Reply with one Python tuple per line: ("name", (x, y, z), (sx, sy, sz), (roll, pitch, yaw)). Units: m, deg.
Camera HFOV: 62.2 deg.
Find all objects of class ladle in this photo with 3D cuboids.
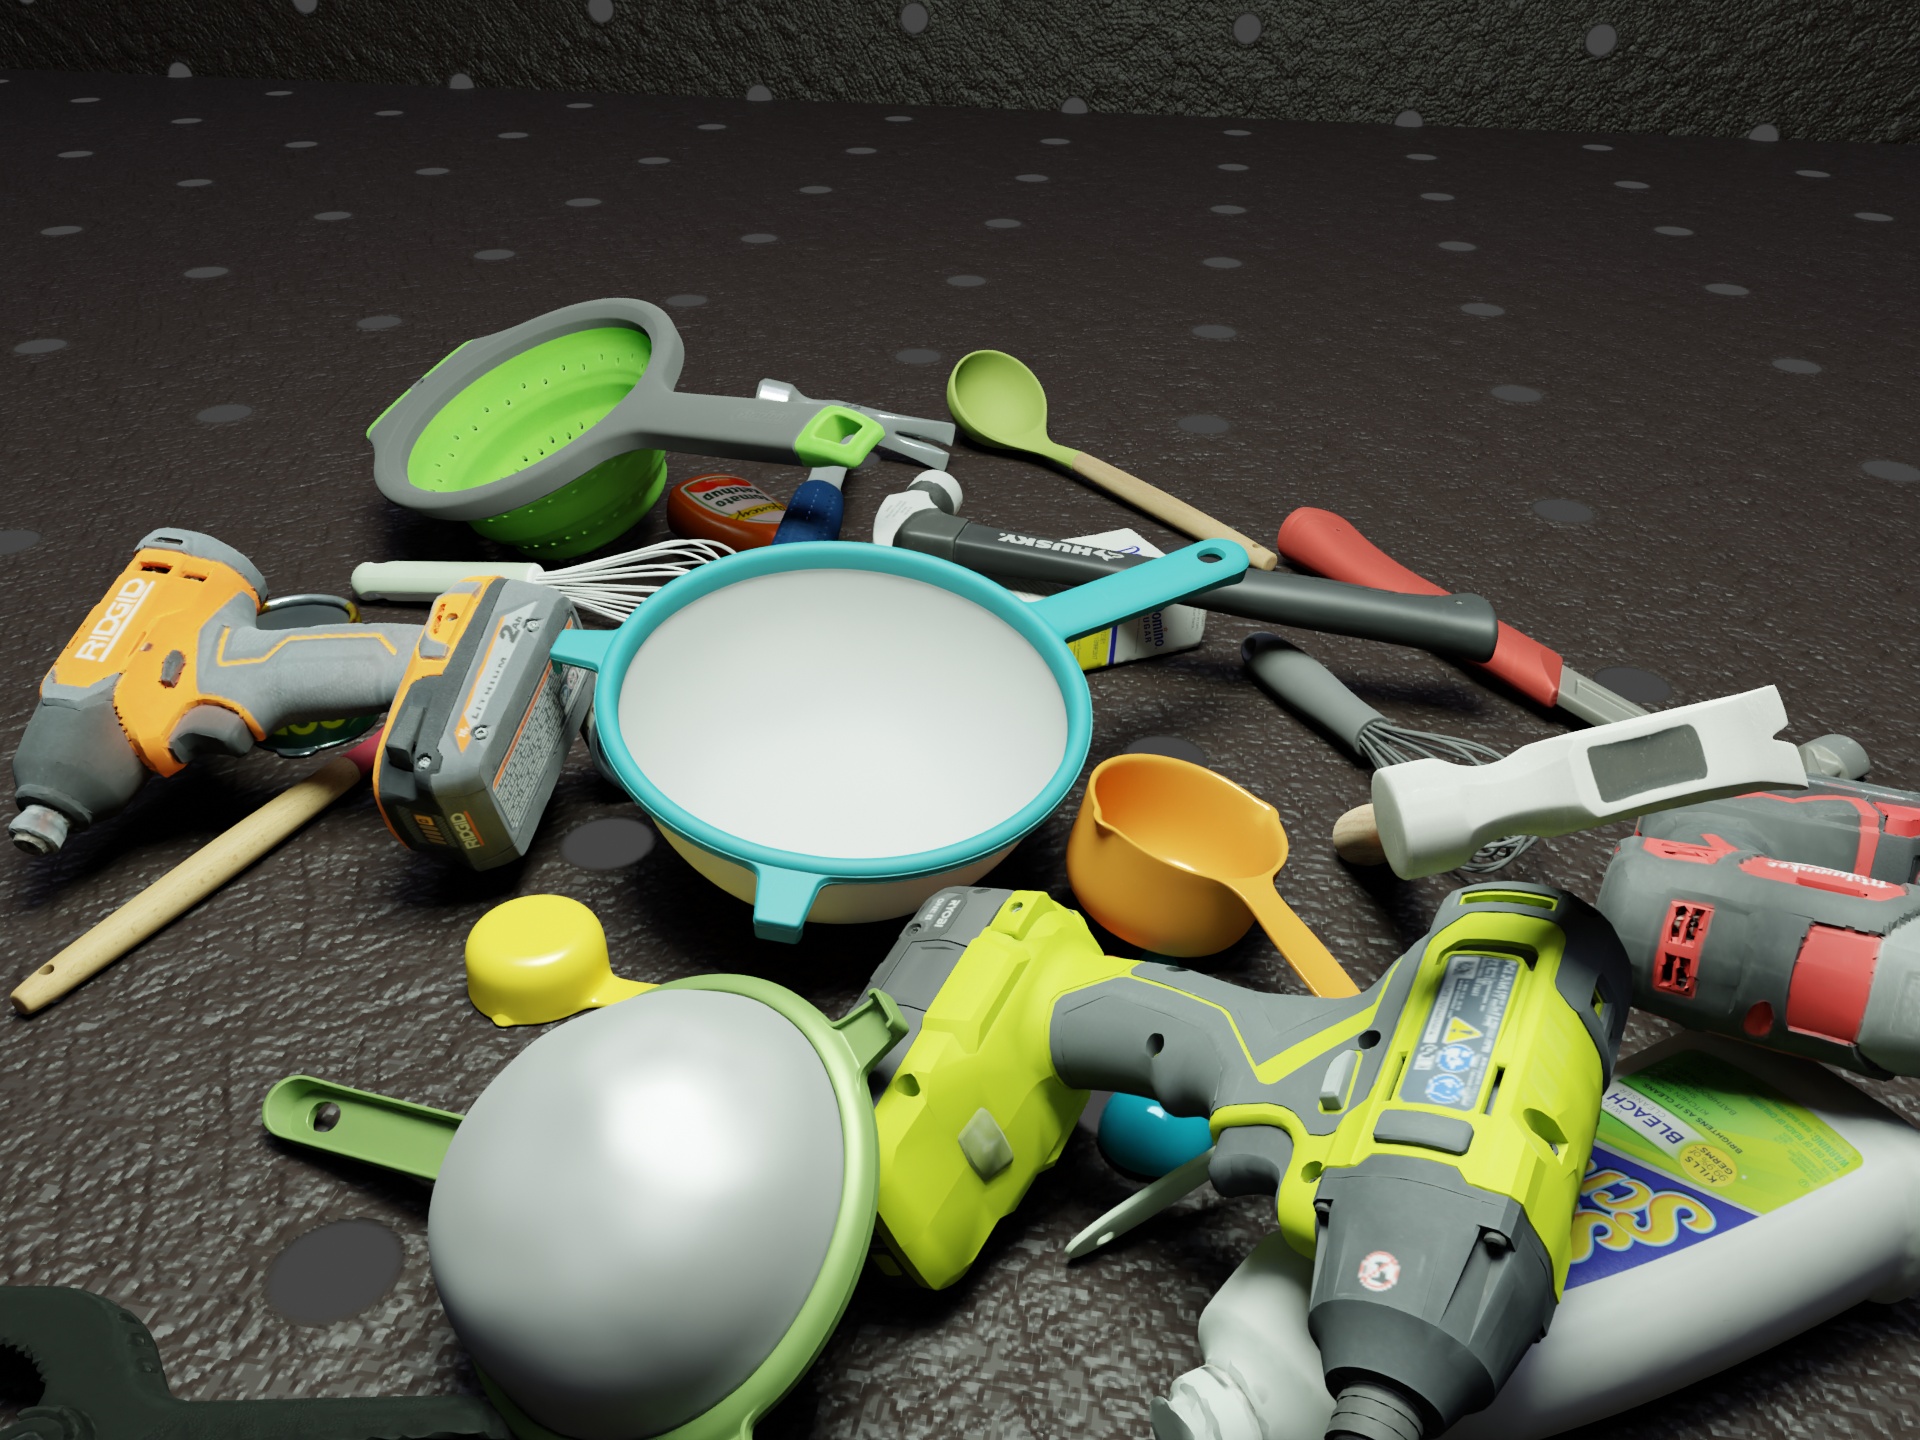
("ladle", (0.100, -0.180, 1.094), (0.078, 0.062, 0.320), (-20, 39, -31))
("ladle", (-0.305, 0.035, 0.746), (0.069, 0.031, 0.315), (13, 34, 21))

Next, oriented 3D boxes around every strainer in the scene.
("strainer", (-0.148, 0.132, 0.493), (0.256, 0.069, 0.152), (3, 61, 31))
("strainer", (-0.001, -0.002, 0.736), (0.340, 0.095, 0.211), (-22, 50, -30))

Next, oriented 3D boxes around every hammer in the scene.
("hammer", (0.183, 0.032, 0.566), (0.130, 0.031, 0.331), (-13, -7, 1))
("hammer", (0.112, -0.072, 0.845), (0.335, 0.035, 0.146), (11, 30, 11))
("hammer", (-0.078, -0.141, 0.972), (0.144, 0.035, 0.406), (12, 23, -4))
("hammer", (0.289, -0.034, 0.867), (0.149, 0.036, 0.359), (-15, 34, -25))

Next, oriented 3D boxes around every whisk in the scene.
("whisk", (0.204, 0.005, 0.790), (0.055, 0.055, 0.239), (-11, 28, -18))
("whisk", (-0.240, -0.078, 0.928), (0.246, 0.059, 0.057), (2, -7, 10))

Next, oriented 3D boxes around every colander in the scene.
("colander", (-0.189, -0.153, 0.948), (0.397, 0.094, 0.204), (13, 54, 37))

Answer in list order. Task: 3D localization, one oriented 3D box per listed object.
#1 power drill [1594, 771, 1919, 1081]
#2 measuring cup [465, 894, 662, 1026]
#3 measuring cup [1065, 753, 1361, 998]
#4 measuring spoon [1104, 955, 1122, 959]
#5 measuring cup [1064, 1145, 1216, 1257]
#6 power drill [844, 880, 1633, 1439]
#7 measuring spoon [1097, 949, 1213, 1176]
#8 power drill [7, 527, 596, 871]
("power drill", (0.308, 0.070, 0.570), (0.143, 0.078, 0.219), (12, 10, 24))
("measuring cup", (-0.125, 0.101, 0.631), (0.156, 0.029, 0.062), (8, 31, 16))
("measuring cup", (0.106, 0.084, 0.644), (0.095, 0.052, 0.174), (-1, 36, -31))
("measuring spoon", (0.026, 0.125, 0.618), (0.021, 0.011, 0.117), (26, 42, 38))
("measuring cup", (0.115, 0.150, 0.533), (0.167, 0.083, 0.038), (-26, 54, -11))
("power drill", (0.067, 0.121, 0.473), (0.223, 0.080, 0.171), (-2, 38, 38))
("measuring spoon", (0.076, 0.121, 0.609), (0.042, 0.021, 0.129), (4, 30, 6))
("power drill", (-0.295, 0.000, 0.701), (0.226, 0.084, 0.164), (7, 53, 10))
